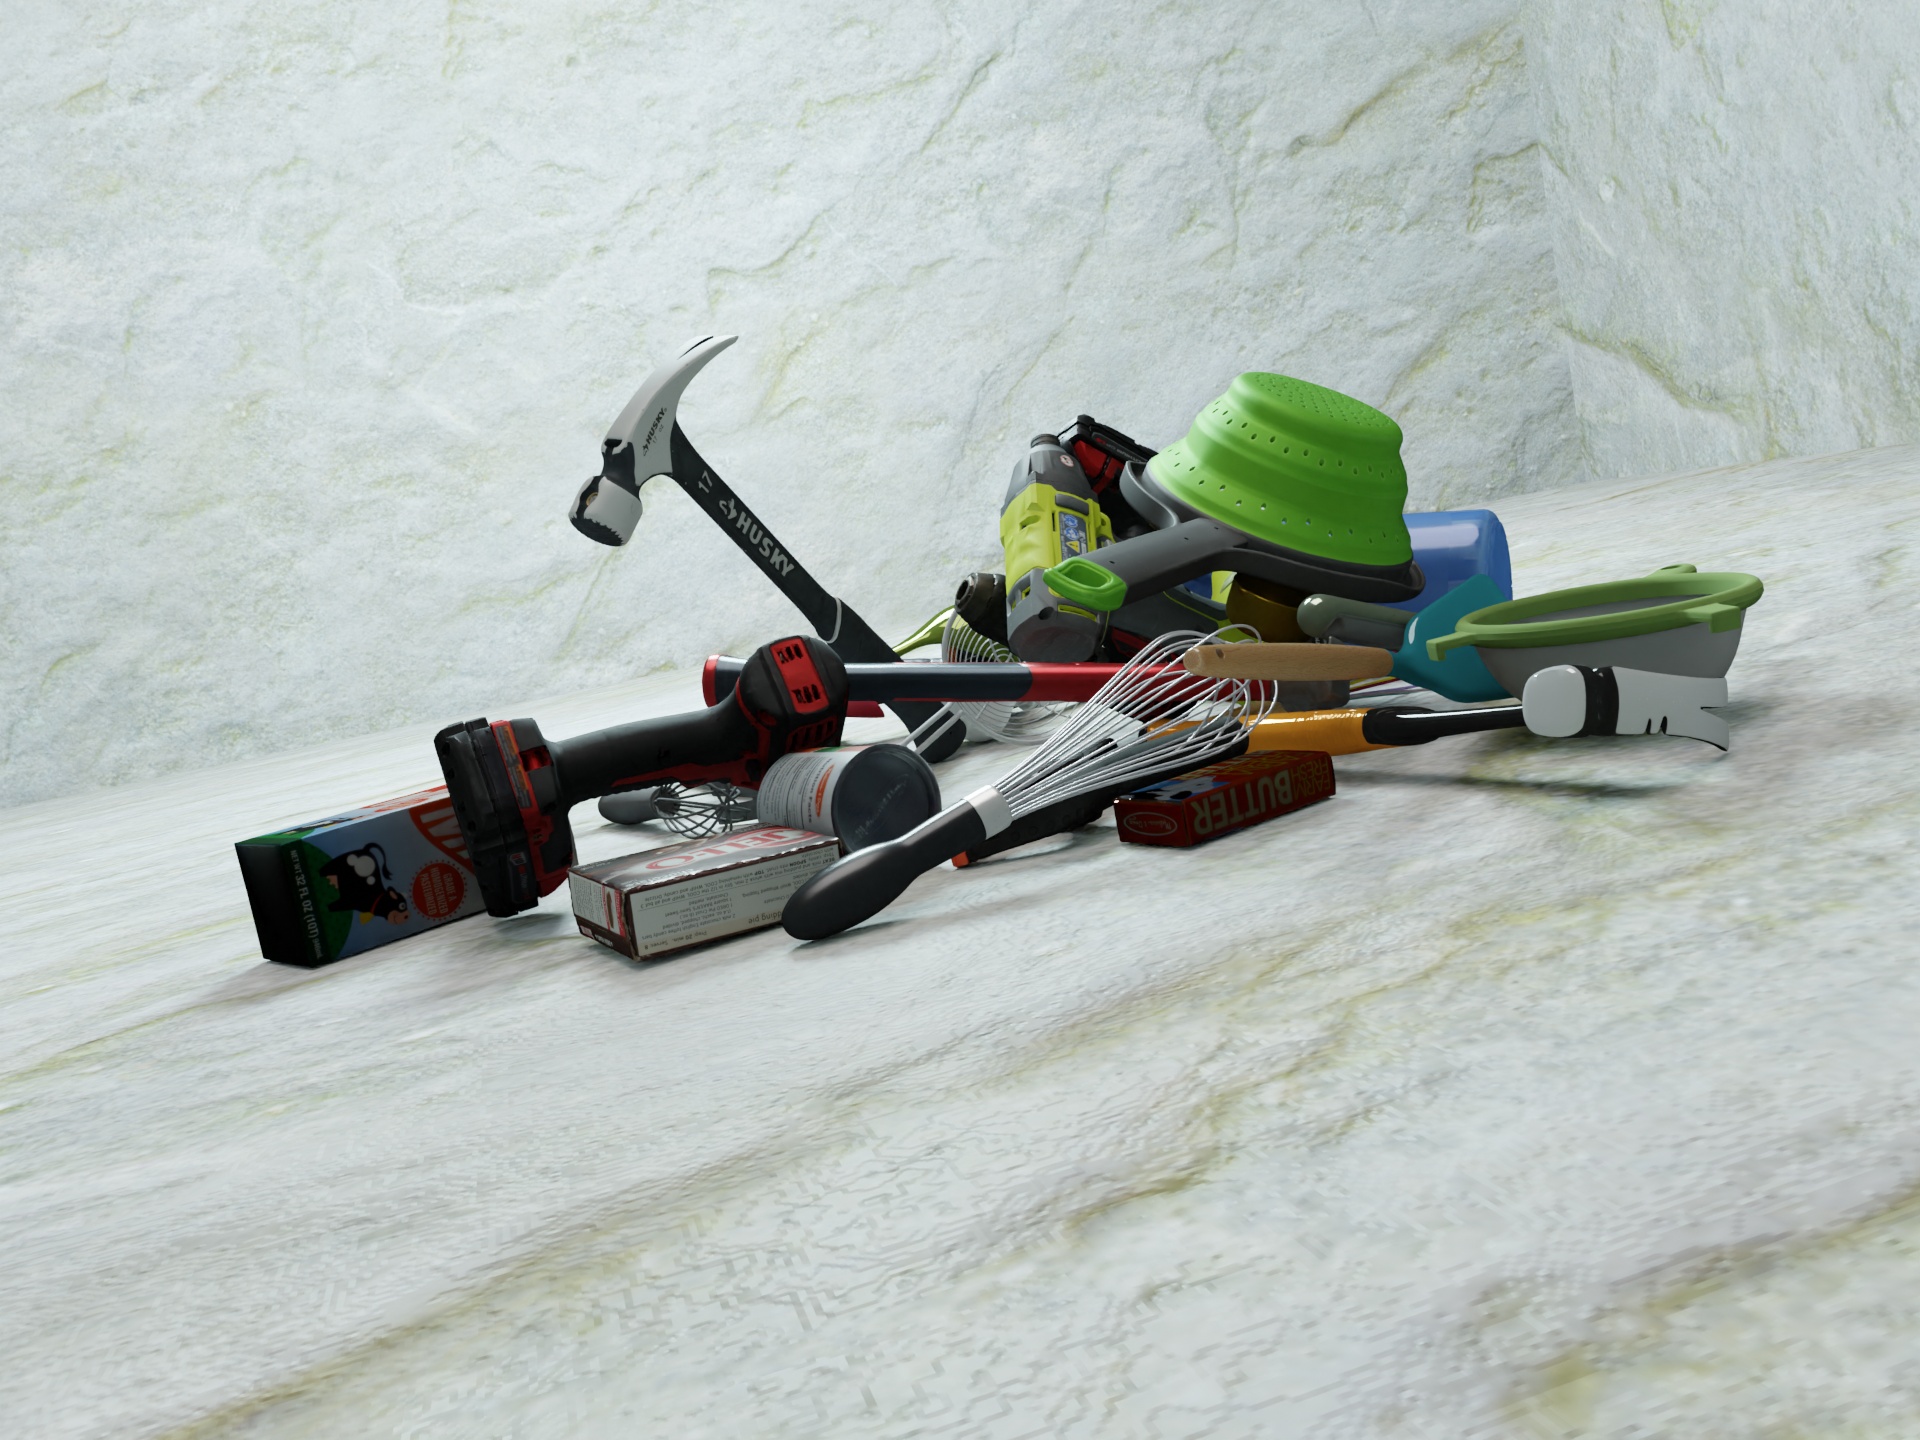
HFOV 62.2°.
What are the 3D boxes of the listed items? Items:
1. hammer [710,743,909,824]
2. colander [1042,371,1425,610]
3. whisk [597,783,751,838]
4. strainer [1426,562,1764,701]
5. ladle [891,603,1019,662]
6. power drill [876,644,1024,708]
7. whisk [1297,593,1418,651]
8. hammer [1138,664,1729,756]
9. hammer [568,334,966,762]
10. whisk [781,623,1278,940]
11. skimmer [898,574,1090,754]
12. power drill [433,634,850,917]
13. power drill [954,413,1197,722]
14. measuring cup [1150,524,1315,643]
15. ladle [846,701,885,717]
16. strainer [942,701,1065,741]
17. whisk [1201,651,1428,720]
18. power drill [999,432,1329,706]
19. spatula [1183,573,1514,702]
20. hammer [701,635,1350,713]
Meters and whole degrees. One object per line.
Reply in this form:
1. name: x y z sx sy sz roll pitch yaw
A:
1. hammer: -0.156 0.039 1.195 0.128 0.033 0.331 -13 7 -24
2. colander: 0.167 -0.140 0.935 0.205 0.094 0.397 29 28 24
3. whisk: -0.205 0.057 1.087 0.055 0.055 0.239 -15 4 -31
4. strainer: 0.373 -0.042 0.879 0.151 0.069 0.256 -6 7 37
5. ladle: -0.099 -0.014 1.204 0.320 0.062 0.078 -24 14 -16
6. power drill: -0.065 -0.039 1.338 0.226 0.084 0.164 -11 -14 7
7. whisk: 0.281 -0.051 0.961 0.246 0.059 0.057 5 -50 -43
8. hammer: 0.217 0.004 0.828 0.127 0.034 0.337 3 -5 -33
9. hammer: -0.094 -0.081 1.035 0.036 0.149 0.408 9 -23 32
10. whisk: 0.038 0.028 0.754 0.284 0.070 0.070 -28 13 -23
11. skimmer: -0.002 -0.003 1.049 0.090 0.127 0.363 -29 6 28
12. power drill: -0.171 0.029 0.896 0.219 0.079 0.143 -18 -22 -18
13. power drill: 0.086 -0.113 1.143 0.187 0.227 0.080 23 -43 -22
14. measuring cup: 0.161 -0.086 0.978 0.062 0.029 0.157 0 26 -32
15. ladle: -0.206 0.016 1.212 0.315 0.031 0.069 -14 9 -23
16. strainer: 0.052 -0.016 1.284 0.087 0.050 0.258 -40 -16 31
17. whisk: 0.257 -0.025 1.038 0.245 0.051 0.047 -17 15 -24
18. power drill: 0.132 -0.098 1.065 0.223 0.171 0.080 15 -35 -24
19. spatula: 0.214 -0.038 0.828 0.317 0.082 0.044 -3 -29 -49
20. hammer: 0.032 -0.024 0.943 0.386 0.038 0.143 0 -4 8
